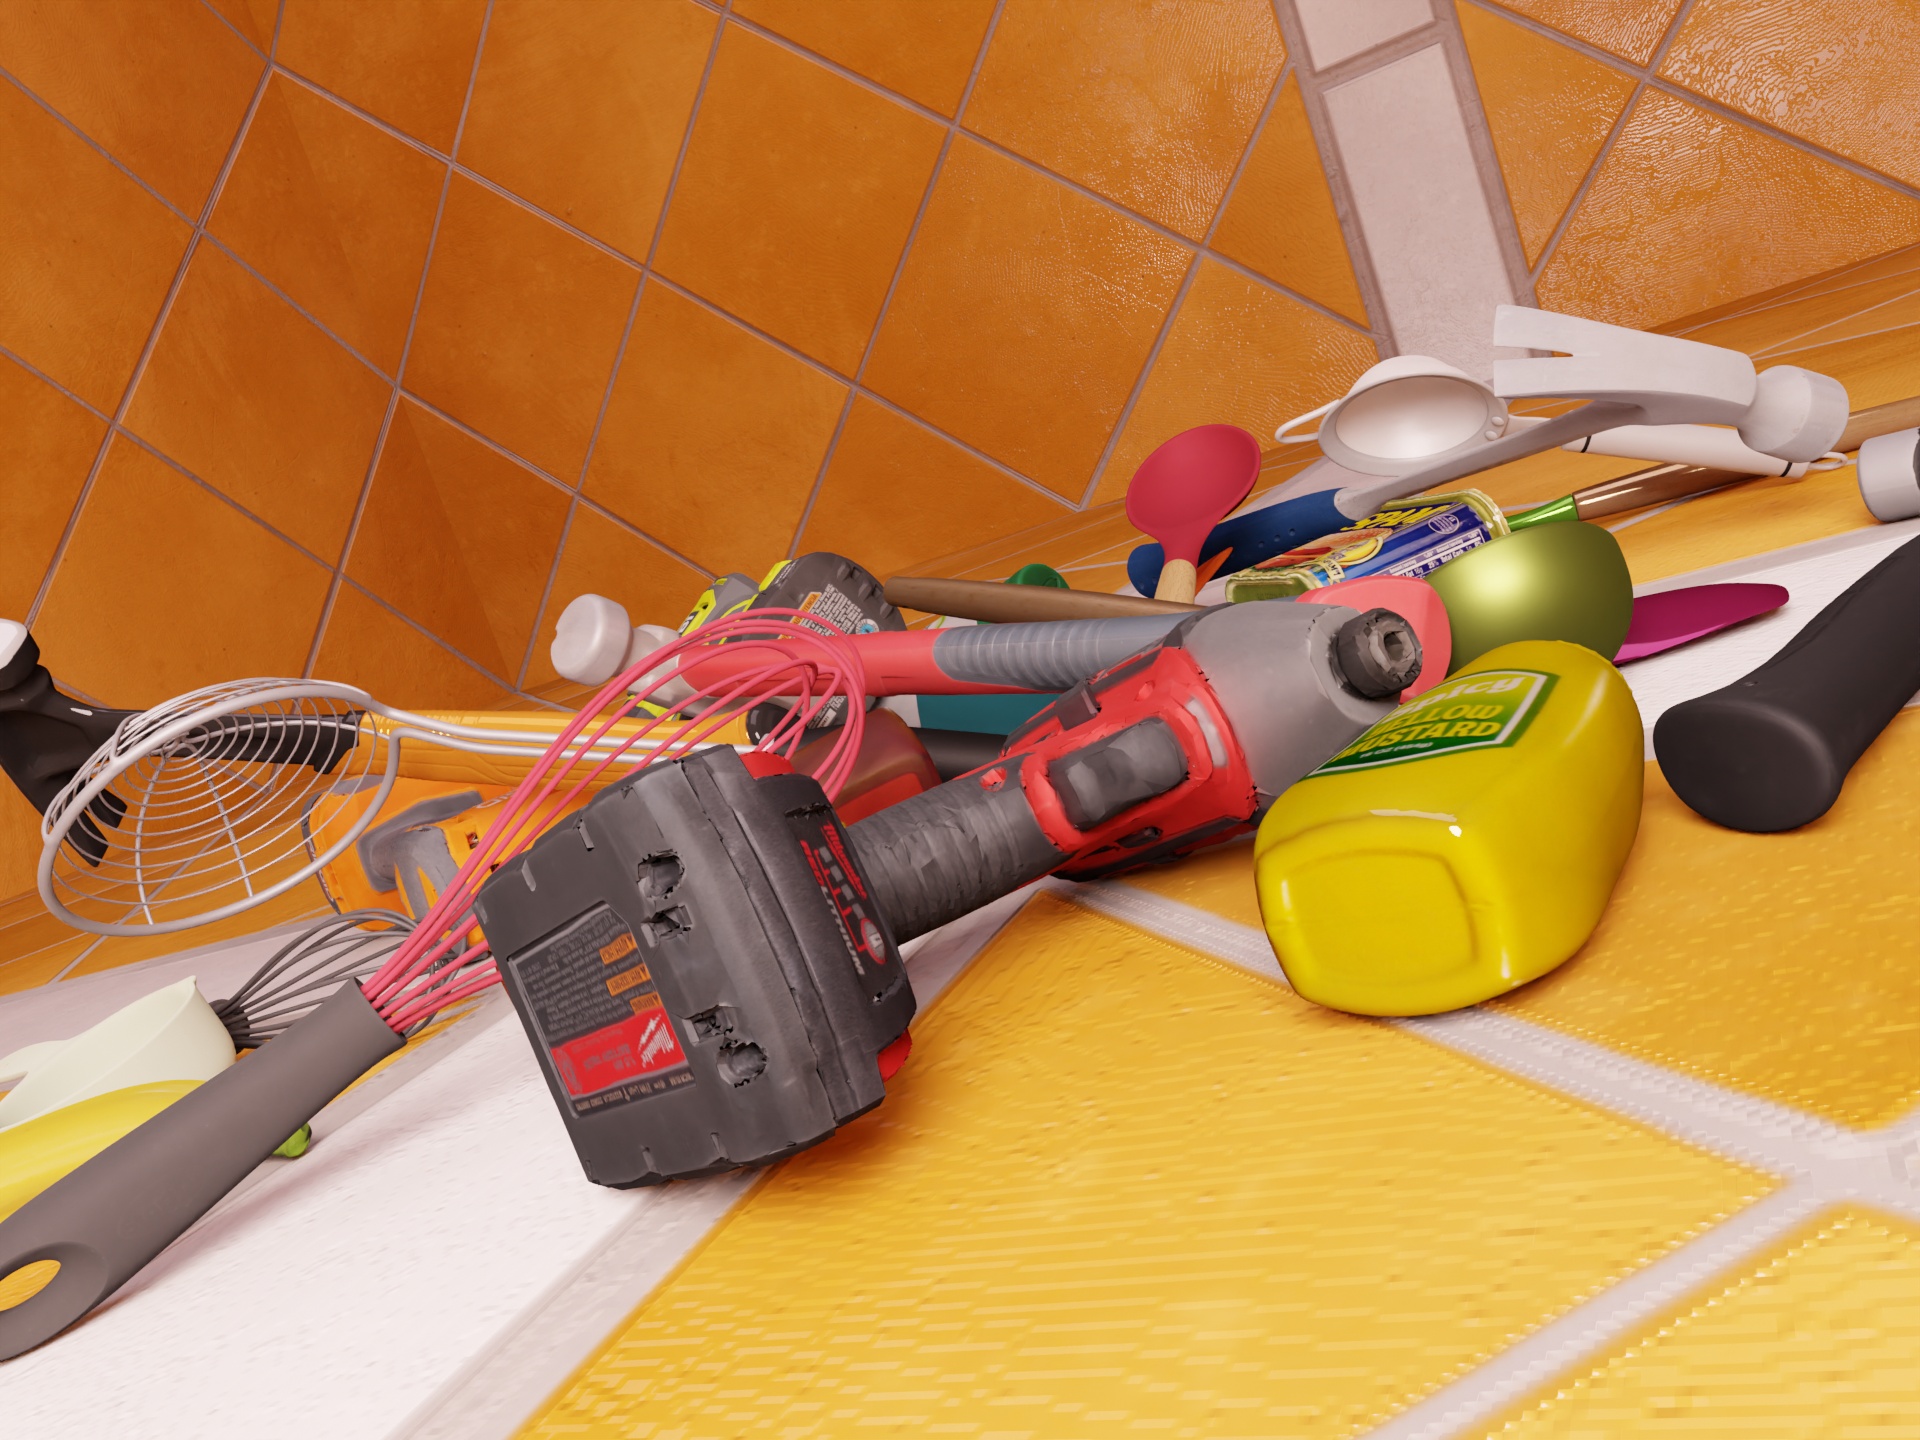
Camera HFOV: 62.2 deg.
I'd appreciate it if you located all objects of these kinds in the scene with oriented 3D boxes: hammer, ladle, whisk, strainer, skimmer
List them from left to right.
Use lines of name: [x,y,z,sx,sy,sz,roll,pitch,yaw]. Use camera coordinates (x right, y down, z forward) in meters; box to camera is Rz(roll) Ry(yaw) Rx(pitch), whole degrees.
whisk: [-0.284,0.122,0.612,0.239,0.055,0.055,-21,7,22]
hammer: [-0.227,0.015,0.650,0.337,0.127,0.034,2,49,4]
whisk: [-0.141,0.067,0.434,0.296,0.073,0.073,-39,14,-16]
skimmer: [-0.133,0.038,0.575,0.363,0.090,0.127,3,-29,-1]
hammer: [0.007,-0.018,0.596,0.386,0.038,0.143,0,-15,45]
ladle: [0.090,-0.051,0.663,0.069,0.031,0.316,-18,25,22]
ladle: [0.083,-0.047,0.580,0.078,0.062,0.320,15,-3,-44]
hammer: [0.189,-0.107,0.752,0.144,0.035,0.405,8,-9,-22]
strainer: [0.278,-0.136,0.741,0.258,0.050,0.086,8,-22,5]
hammer: [0.284,-0.046,0.441,0.335,0.035,0.146,-27,10,-40]

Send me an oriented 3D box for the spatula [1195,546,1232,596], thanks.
spatula: [-0.001,-0.002,0.772,0.322,0.041,0.081,-24,-5,-20]

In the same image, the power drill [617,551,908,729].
power drill: [-0.133,-0.013,0.906,0.171,0.080,0.223,-57,21,-18]

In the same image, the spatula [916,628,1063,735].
spatula: [0.135,-0.047,0.734,0.317,0.044,0.082,-18,-33,-13]

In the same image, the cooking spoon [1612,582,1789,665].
cooking spoon: [0.132,-0.008,0.590,0.319,0.017,0.069,-14,9,26]

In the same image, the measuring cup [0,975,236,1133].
measuring cup: [-0.321,0.137,0.582,0.167,0.038,0.083,-14,23,43]

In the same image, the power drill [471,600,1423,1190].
power drill: [0.009,0.027,0.390,0.219,0.078,0.143,-22,-5,-36]

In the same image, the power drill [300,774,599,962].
power drill: [-0.221,0.052,0.793,0.164,0.084,0.226,-25,14,-35]

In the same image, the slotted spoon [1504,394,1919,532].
slotted spoon: [0.335,-0.115,0.797,0.314,0.031,0.070,-15,13,19]
